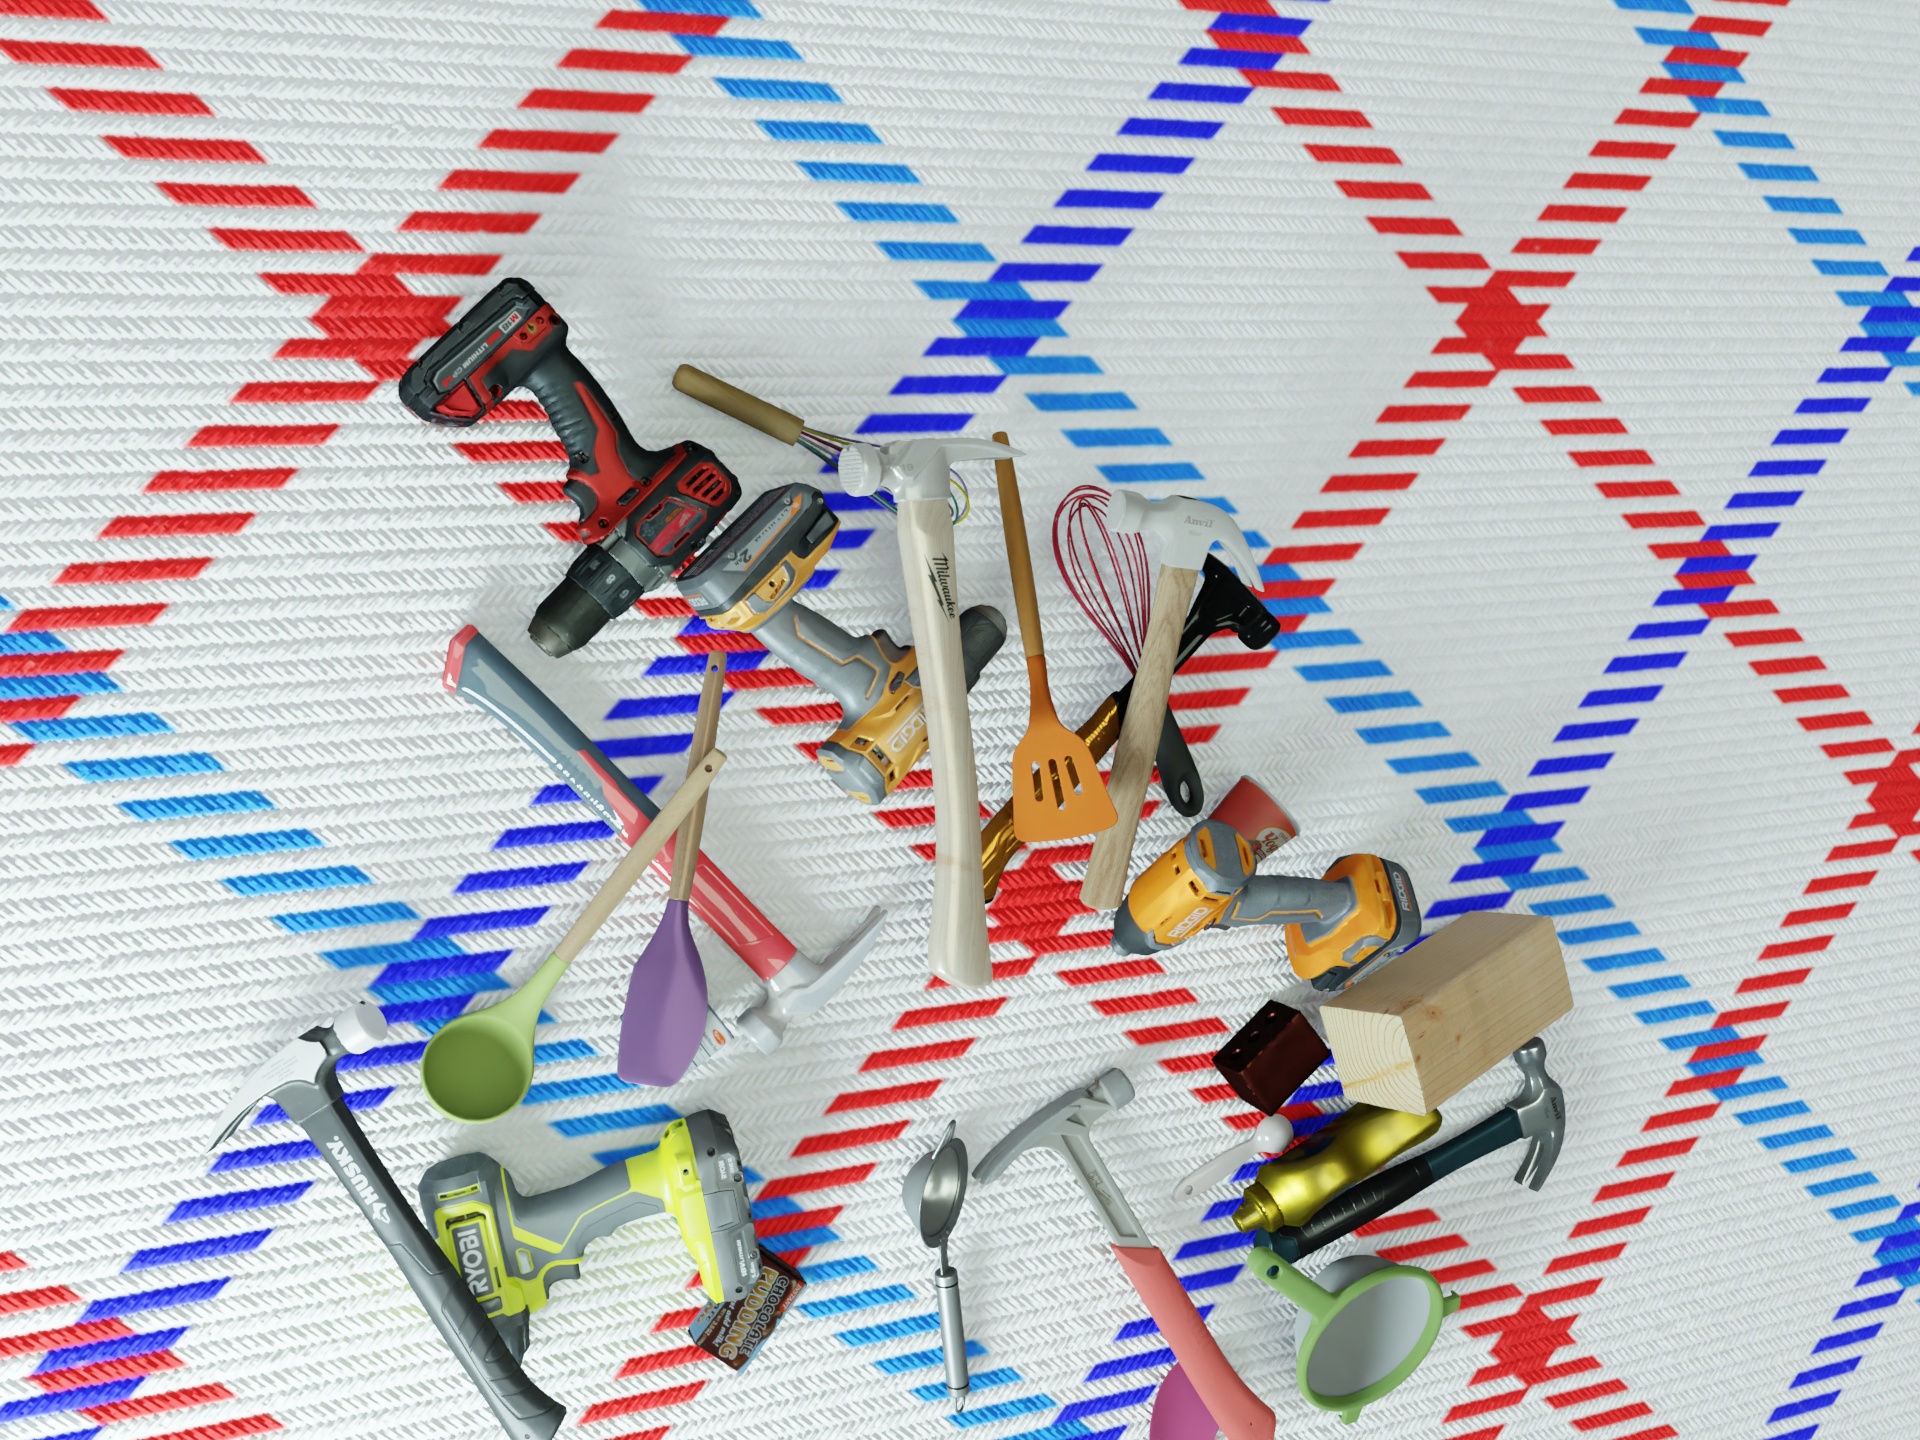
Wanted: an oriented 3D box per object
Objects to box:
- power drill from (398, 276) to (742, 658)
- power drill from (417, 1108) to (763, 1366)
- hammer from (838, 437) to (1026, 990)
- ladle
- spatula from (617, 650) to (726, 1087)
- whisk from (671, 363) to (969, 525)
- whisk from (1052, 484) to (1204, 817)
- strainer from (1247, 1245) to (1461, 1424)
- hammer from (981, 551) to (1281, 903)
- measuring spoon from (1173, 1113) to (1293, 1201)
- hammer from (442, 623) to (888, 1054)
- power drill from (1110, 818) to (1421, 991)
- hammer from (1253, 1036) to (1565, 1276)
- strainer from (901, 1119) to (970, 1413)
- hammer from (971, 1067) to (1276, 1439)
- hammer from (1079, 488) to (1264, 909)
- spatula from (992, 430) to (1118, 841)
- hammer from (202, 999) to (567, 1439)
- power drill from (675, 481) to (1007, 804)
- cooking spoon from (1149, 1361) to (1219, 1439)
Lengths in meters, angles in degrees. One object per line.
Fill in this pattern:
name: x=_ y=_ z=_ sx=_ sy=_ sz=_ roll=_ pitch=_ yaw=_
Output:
power drill: x=-0.290 y=-0.174 z=1.124 sx=0.188 sy=0.080 sz=0.226 roll=-48 pitch=109 yaw=-11
power drill: x=-0.266 y=0.384 z=1.163 sx=0.223 sy=0.080 sz=0.171 roll=-12 pitch=96 yaw=-14
hammer: x=-0.002 y=-0.004 z=1.188 sx=0.146 sy=0.038 sz=0.410 roll=-10 pitch=98 yaw=-33
ladle: x=-0.268 y=0.150 z=1.129 sx=0.078 sy=0.062 sz=0.320 roll=38 pitch=91 yaw=-9
spatula: x=-0.198 y=0.105 z=1.152 sx=0.059 sy=0.018 sz=0.316 roll=8 pitch=82 yaw=-3
whisk: x=-0.104 y=-0.204 z=1.205 sx=0.245 sy=0.047 sz=0.051 roll=24 pitch=73 yaw=-15
whisk: x=0.144 y=-0.052 z=1.293 sx=0.073 sy=0.073 sz=0.295 roll=-26 pitch=107 yaw=-16
strainer: x=0.305 y=0.488 z=1.349 sx=0.151 sy=0.069 sz=0.256 roll=-48 pitch=122 yaw=1
hammer: x=0.101 y=0.009 z=1.251 sx=0.127 sy=0.034 sz=0.337 roll=40 pitch=93 yaw=-26
measuring spoon: x=0.237 y=0.380 z=1.366 sx=0.124 sy=0.018 sz=0.034 roll=-28 pitch=102 yaw=-15
hammer: x=-0.223 y=0.068 z=1.178 sx=0.143 sy=0.038 sz=0.386 roll=-45 pitch=106 yaw=-13
power drill: x=0.240 y=0.159 z=1.299 sx=0.226 sy=0.164 sz=0.084 roll=13 pitch=51 yaw=-24
hammer: x=0.403 y=0.405 z=1.418 sx=0.331 sy=0.033 sz=0.128 roll=-21 pitch=99 yaw=-17
strainer: x=-0.015 y=0.437 z=1.270 sx=0.087 sy=0.050 sz=0.258 roll=-25 pitch=112 yaw=-61
hammer: x=0.156 y=0.475 z=1.325 sx=0.149 sy=0.037 sz=0.359 roll=-32 pitch=100 yaw=-15
hammer: x=0.145 y=-0.008 z=1.224 sx=0.130 sy=0.031 sz=0.331 roll=5 pitch=108 yaw=-20
spatula: x=0.055 y=-0.069 z=1.226 sx=0.081 sy=0.041 sz=0.323 roll=-11 pitch=76 yaw=12
hammer: x=-0.378 y=0.367 z=1.091 sx=0.146 sy=0.035 sz=0.335 roll=-32 pitch=93 yaw=6
power drill: x=-0.079 y=-0.075 z=1.200 sx=0.185 sy=0.084 sz=0.226 roll=-48 pitch=111 yaw=-19
cooking spoon: x=0.153 y=0.693 z=1.354 sx=0.068 sy=0.017 sz=0.319 roll=23 pitch=85 yaw=-18
